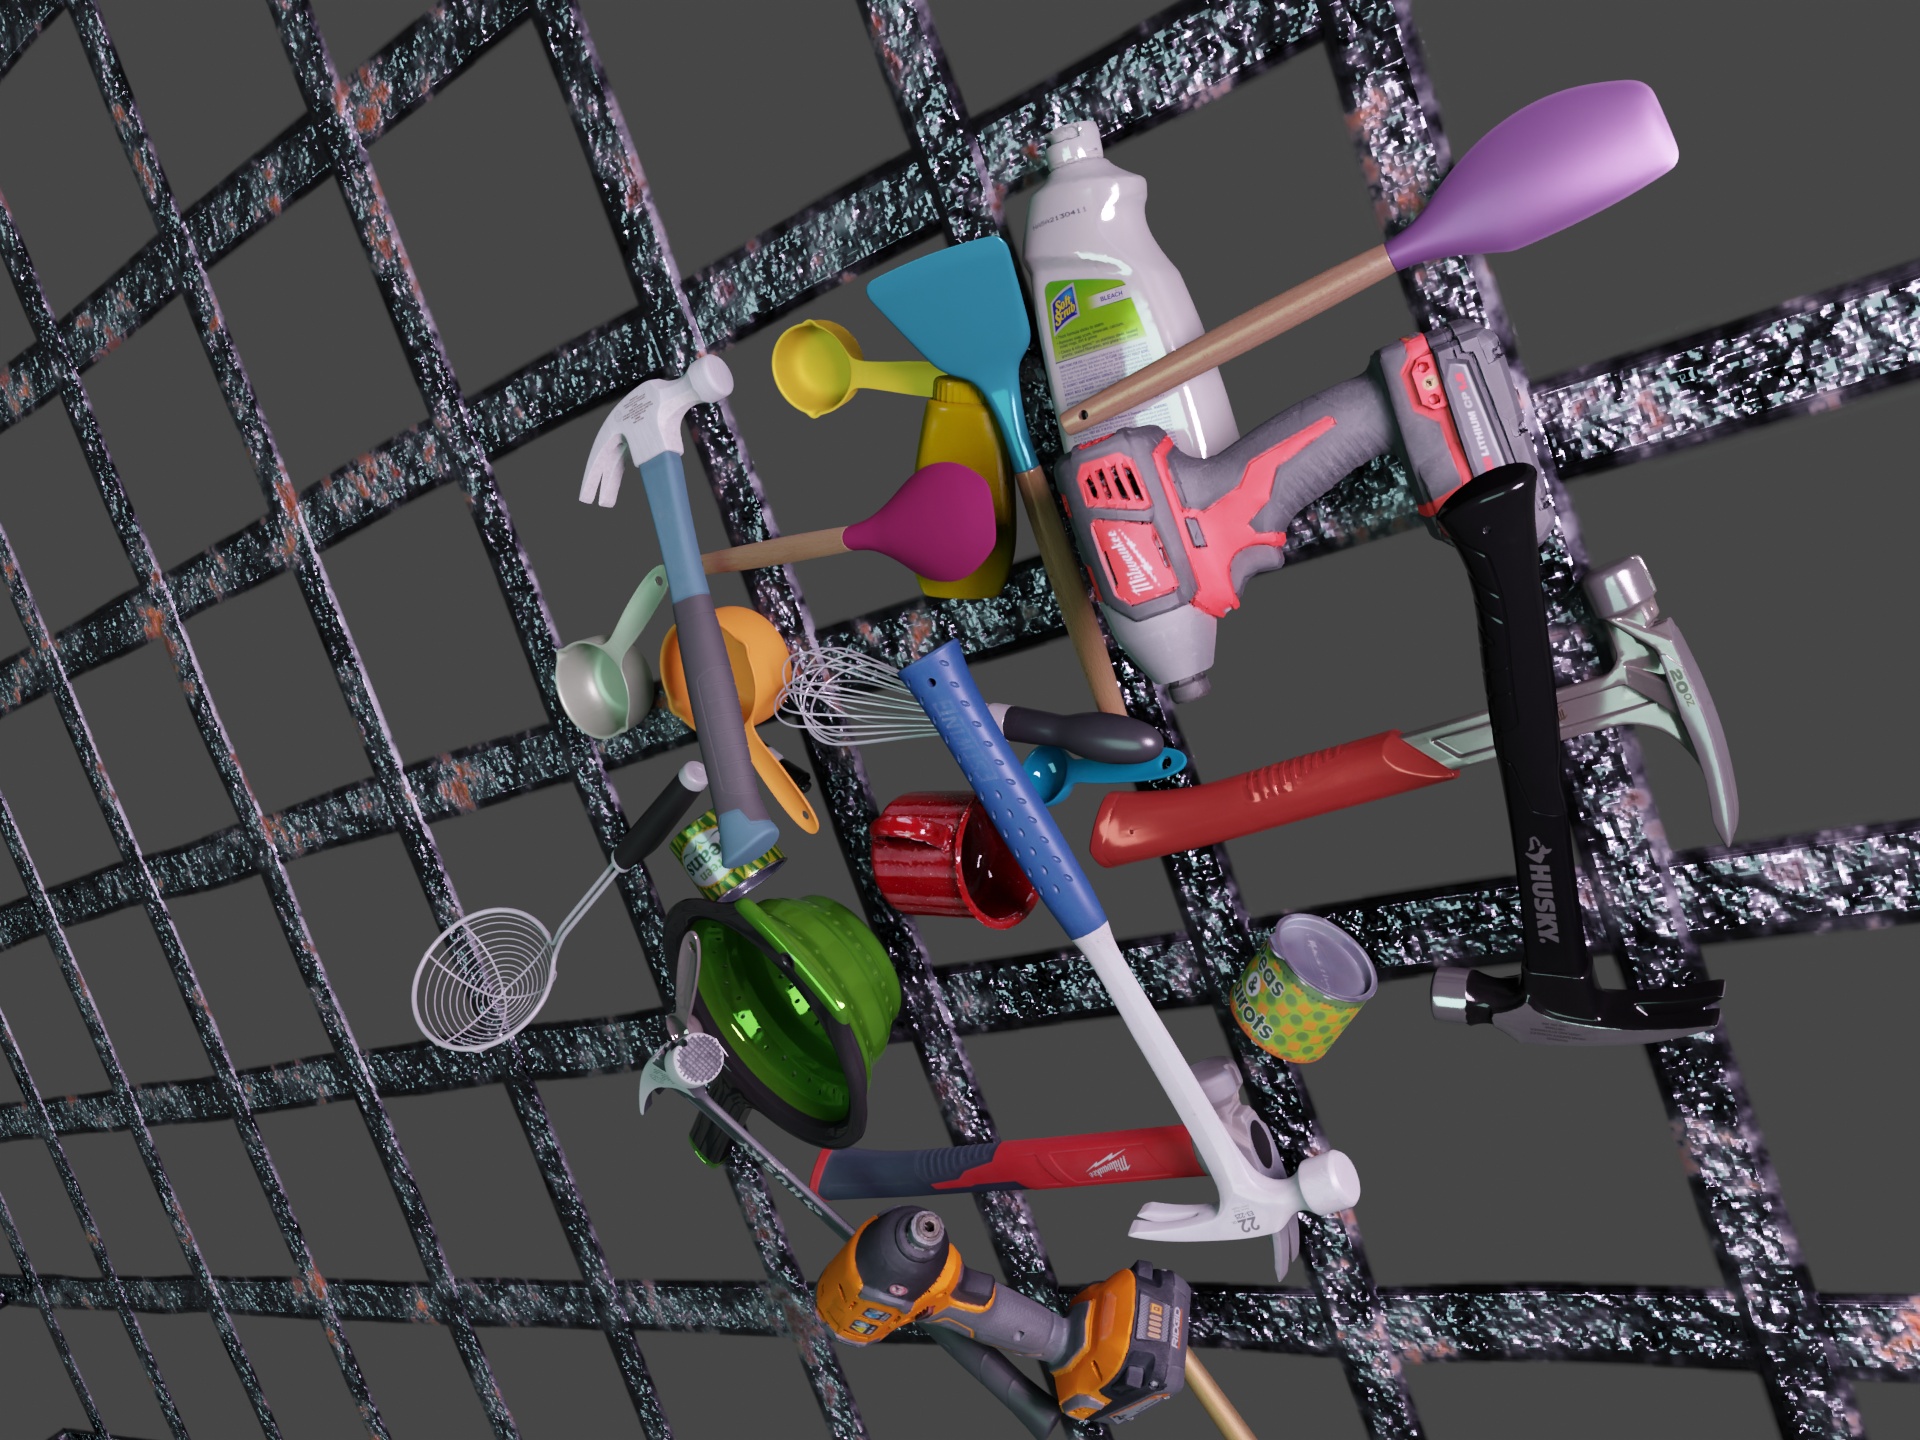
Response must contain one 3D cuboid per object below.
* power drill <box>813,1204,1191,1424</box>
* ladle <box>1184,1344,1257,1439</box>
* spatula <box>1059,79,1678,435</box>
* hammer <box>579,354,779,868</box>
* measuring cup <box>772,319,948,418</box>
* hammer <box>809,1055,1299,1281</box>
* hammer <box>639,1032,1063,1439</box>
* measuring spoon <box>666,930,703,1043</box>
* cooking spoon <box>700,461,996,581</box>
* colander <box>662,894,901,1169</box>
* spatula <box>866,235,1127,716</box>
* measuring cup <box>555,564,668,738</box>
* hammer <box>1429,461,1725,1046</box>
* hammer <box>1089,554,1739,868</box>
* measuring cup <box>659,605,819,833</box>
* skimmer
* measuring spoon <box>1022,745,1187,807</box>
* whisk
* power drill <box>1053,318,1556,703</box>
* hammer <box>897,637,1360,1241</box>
[{"bbox_3d":[0.031,0.378,1.033,0.226,0.084,0.164,19,140,-8],"label":"power drill"},{"bbox_3d":[0.226,0.539,1.071,0.069,0.031,0.315,-41,80,35],"label":"ladle"},{"bbox_3d":[0.187,-0.218,0.786,0.316,0.018,0.060,-25,91,23],"label":"spatula"},{"bbox_3d":[-0.175,-0.067,1.055,0.128,0.033,0.331,-20,79,28],"label":"hammer"},{"bbox_3d":[-0.042,-0.216,0.985,0.156,0.029,0.062,9,117,19],"label":"measuring cup"},{"bbox_3d":[0.047,0.323,1.107,0.386,0.038,0.143,-17,98,37],"label":"hammer"},{"bbox_3d":[-0.076,0.380,1.149,0.409,0.036,0.149,45,148,-6],"label":"hammer"},{"bbox_3d":[-0.187,0.188,1.114,0.034,0.018,0.124,39,135,29],"label":"measuring spoon"},{"bbox_3d":[-0.083,-0.112,0.999,0.319,0.017,0.069,-1,98,51],"label":"cooking spoon"},{"bbox_3d":[-0.133,0.235,1.179,0.204,0.094,0.396,45,144,14],"label":"colander"},{"bbox_3d":[0.043,-0.117,0.913,0.082,0.044,0.317,-15,111,19],"label":"spatula"},{"bbox_3d":[-0.240,-0.057,1.167,0.083,0.038,0.167,47,124,12],"label":"measuring cup"},{"bbox_3d":[0.285,0.030,0.776,0.146,0.035,0.334,2,125,32],"label":"hammer"},{"bbox_3d":[0.227,0.036,0.881,0.359,0.037,0.149,-21,95,37],"label":"hammer"},{"bbox_3d":[-0.136,-0.002,1.107,0.095,0.052,0.173,-37,86,37],"label":"measuring cup"},{"bbox_3d":[-0.322,0.140,1.260,0.363,0.090,0.127,-45,48,34],"label":"skimmer"},{"bbox_3d":[0.090,0.032,0.972,0.129,0.021,0.042,-8,68,43],"label":"measuring spoon"},{"bbox_3d":[-0.002,-0.002,0.997,0.285,0.070,0.070,9,112,33],"label":"whisk"},{"bbox_3d":[0.169,-0.102,0.792,0.219,0.078,0.143,-19,96,13],"label":"power drill"},{"bbox_3d":[0.078,0.138,0.955,0.144,0.035,0.405,-29,94,29],"label":"hammer"}]
